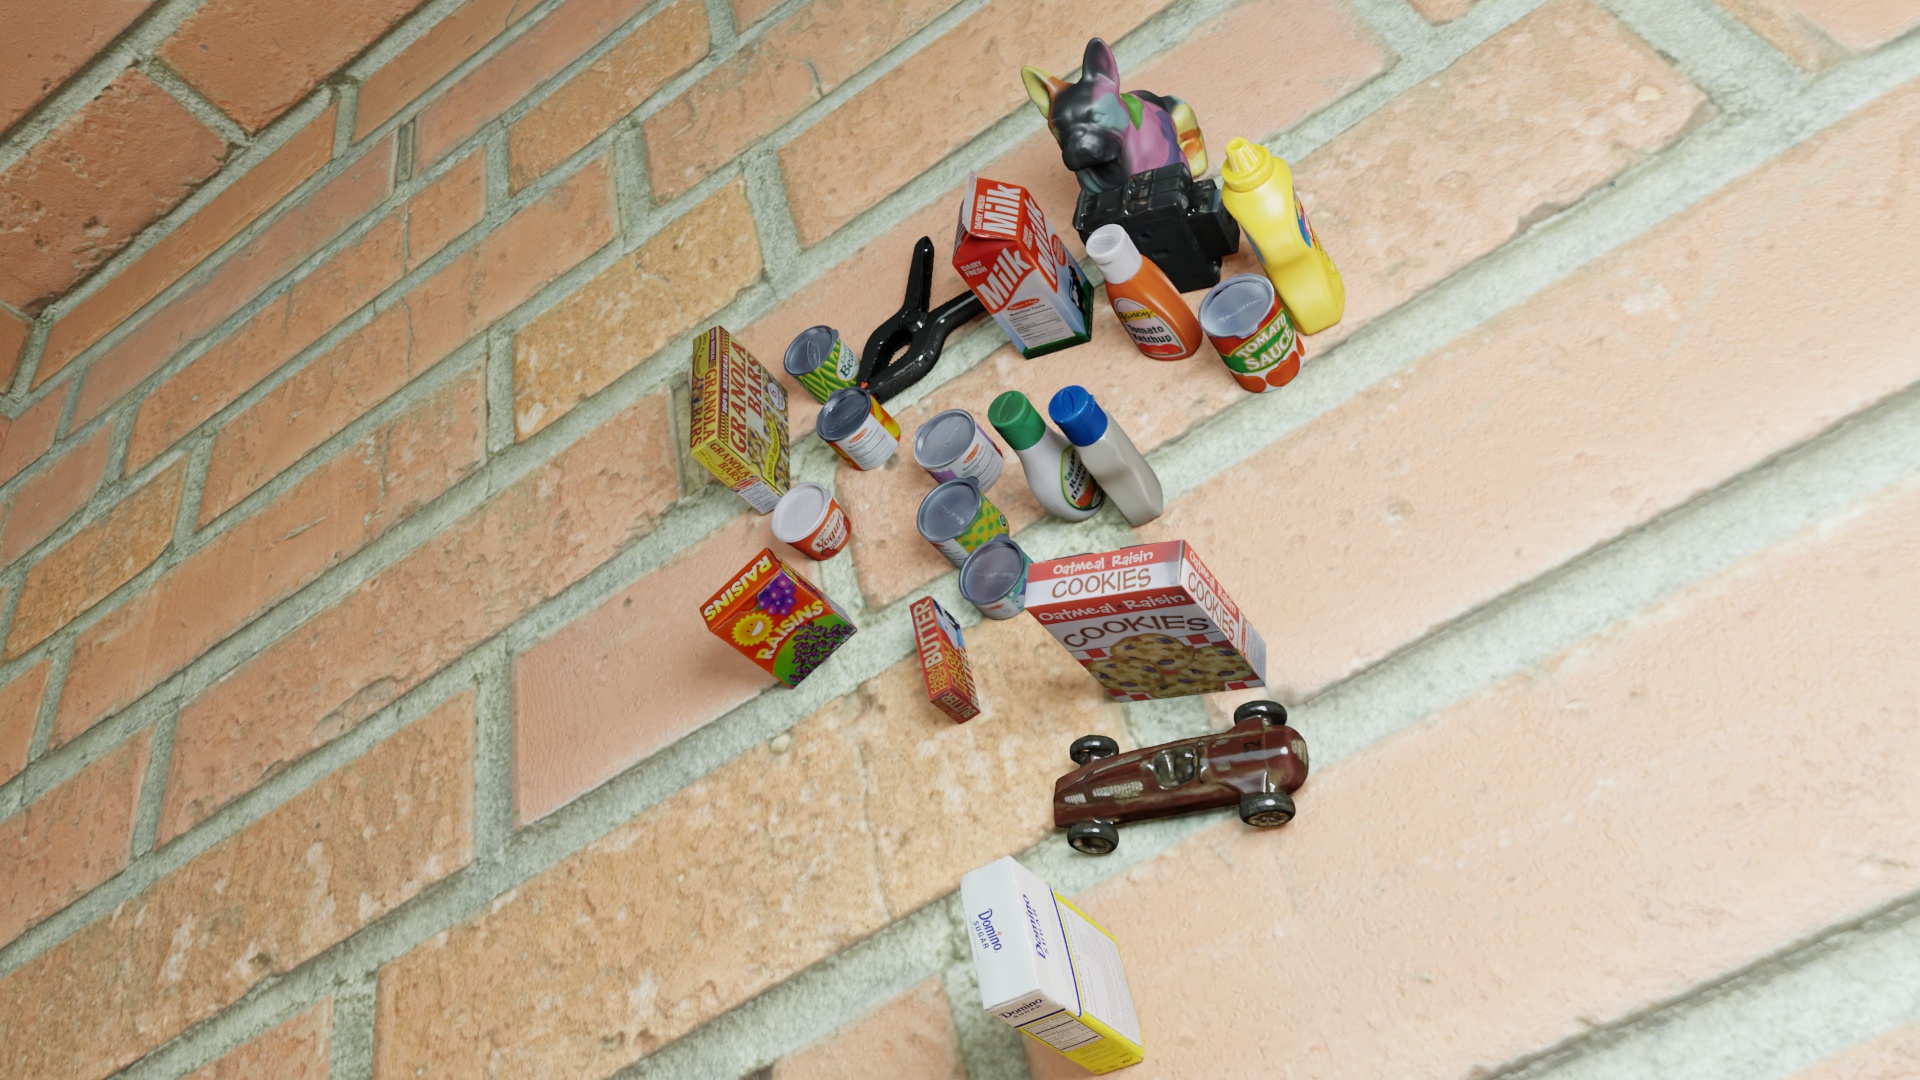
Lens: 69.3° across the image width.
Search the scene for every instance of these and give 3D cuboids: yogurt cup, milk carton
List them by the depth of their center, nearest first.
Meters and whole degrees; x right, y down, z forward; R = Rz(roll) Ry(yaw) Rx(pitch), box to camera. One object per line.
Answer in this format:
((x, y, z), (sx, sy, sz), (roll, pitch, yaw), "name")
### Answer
((0.052, -0.260, 1.302), (0.073, 0.190, 0.073), (-13, 53, 28), "milk carton")
((-0.144, -0.016, 1.361), (0.072, 0.054, 0.073), (-18, 51, 24), "yogurt cup")

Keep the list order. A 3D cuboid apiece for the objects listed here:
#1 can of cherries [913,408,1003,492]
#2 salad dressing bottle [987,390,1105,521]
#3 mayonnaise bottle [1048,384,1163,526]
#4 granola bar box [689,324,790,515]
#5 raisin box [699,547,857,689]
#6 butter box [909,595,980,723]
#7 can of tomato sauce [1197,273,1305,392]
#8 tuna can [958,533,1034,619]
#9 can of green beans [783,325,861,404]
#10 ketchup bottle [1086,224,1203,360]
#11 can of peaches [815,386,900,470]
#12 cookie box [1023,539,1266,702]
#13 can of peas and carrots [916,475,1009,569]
((-0.003, -0.082, 1.306), (0.071, 0.058, 0.072), (-18, 51, 24), "can of cherries")
((0.073, -0.072, 1.183), (0.044, 0.147, 0.064), (4, 63, 37), "salad dressing bottle")
((0.121, -0.073, 1.151), (0.041, 0.147, 0.065), (-26, 48, 19), "mayonnaise bottle")
((-0.228, -0.126, 1.449), (0.039, 0.124, 0.166), (-24, 49, 20), "granola bar box")
((-0.165, 0.073, 1.264), (0.086, 0.123, 0.040), (-42, 45, 4), "raisin box")
((-0.014, 0.101, 1.188), (0.024, 0.053, 0.104), (-28, 47, 16), "butter box")
((0.249, -0.174, 1.178), (0.071, 0.083, 0.071), (-18, 51, 24), "can of tomato sauce")
((0.035, 0.032, 1.217), (0.071, 0.032, 0.071), (-18, 51, 24), "tuna can")
((-0.145, -0.186, 1.481), (0.071, 0.057, 0.071), (-18, 51, 24), "can of green beans")
((0.159, -0.218, 1.227), (0.065, 0.148, 0.044), (9, 66, 39), "ketchup bottle")
((-0.103, -0.114, 1.399), (0.071, 0.058, 0.071), (-18, 51, 24), "can of peaches")
((0.139, 0.063, 1.028), (0.123, 0.167, 0.040), (-11, 54, 29), "cookie box")
((0.004, -0.016, 1.254), (0.071, 0.058, 0.071), (-18, 51, 24), "can of peas and carrots")
